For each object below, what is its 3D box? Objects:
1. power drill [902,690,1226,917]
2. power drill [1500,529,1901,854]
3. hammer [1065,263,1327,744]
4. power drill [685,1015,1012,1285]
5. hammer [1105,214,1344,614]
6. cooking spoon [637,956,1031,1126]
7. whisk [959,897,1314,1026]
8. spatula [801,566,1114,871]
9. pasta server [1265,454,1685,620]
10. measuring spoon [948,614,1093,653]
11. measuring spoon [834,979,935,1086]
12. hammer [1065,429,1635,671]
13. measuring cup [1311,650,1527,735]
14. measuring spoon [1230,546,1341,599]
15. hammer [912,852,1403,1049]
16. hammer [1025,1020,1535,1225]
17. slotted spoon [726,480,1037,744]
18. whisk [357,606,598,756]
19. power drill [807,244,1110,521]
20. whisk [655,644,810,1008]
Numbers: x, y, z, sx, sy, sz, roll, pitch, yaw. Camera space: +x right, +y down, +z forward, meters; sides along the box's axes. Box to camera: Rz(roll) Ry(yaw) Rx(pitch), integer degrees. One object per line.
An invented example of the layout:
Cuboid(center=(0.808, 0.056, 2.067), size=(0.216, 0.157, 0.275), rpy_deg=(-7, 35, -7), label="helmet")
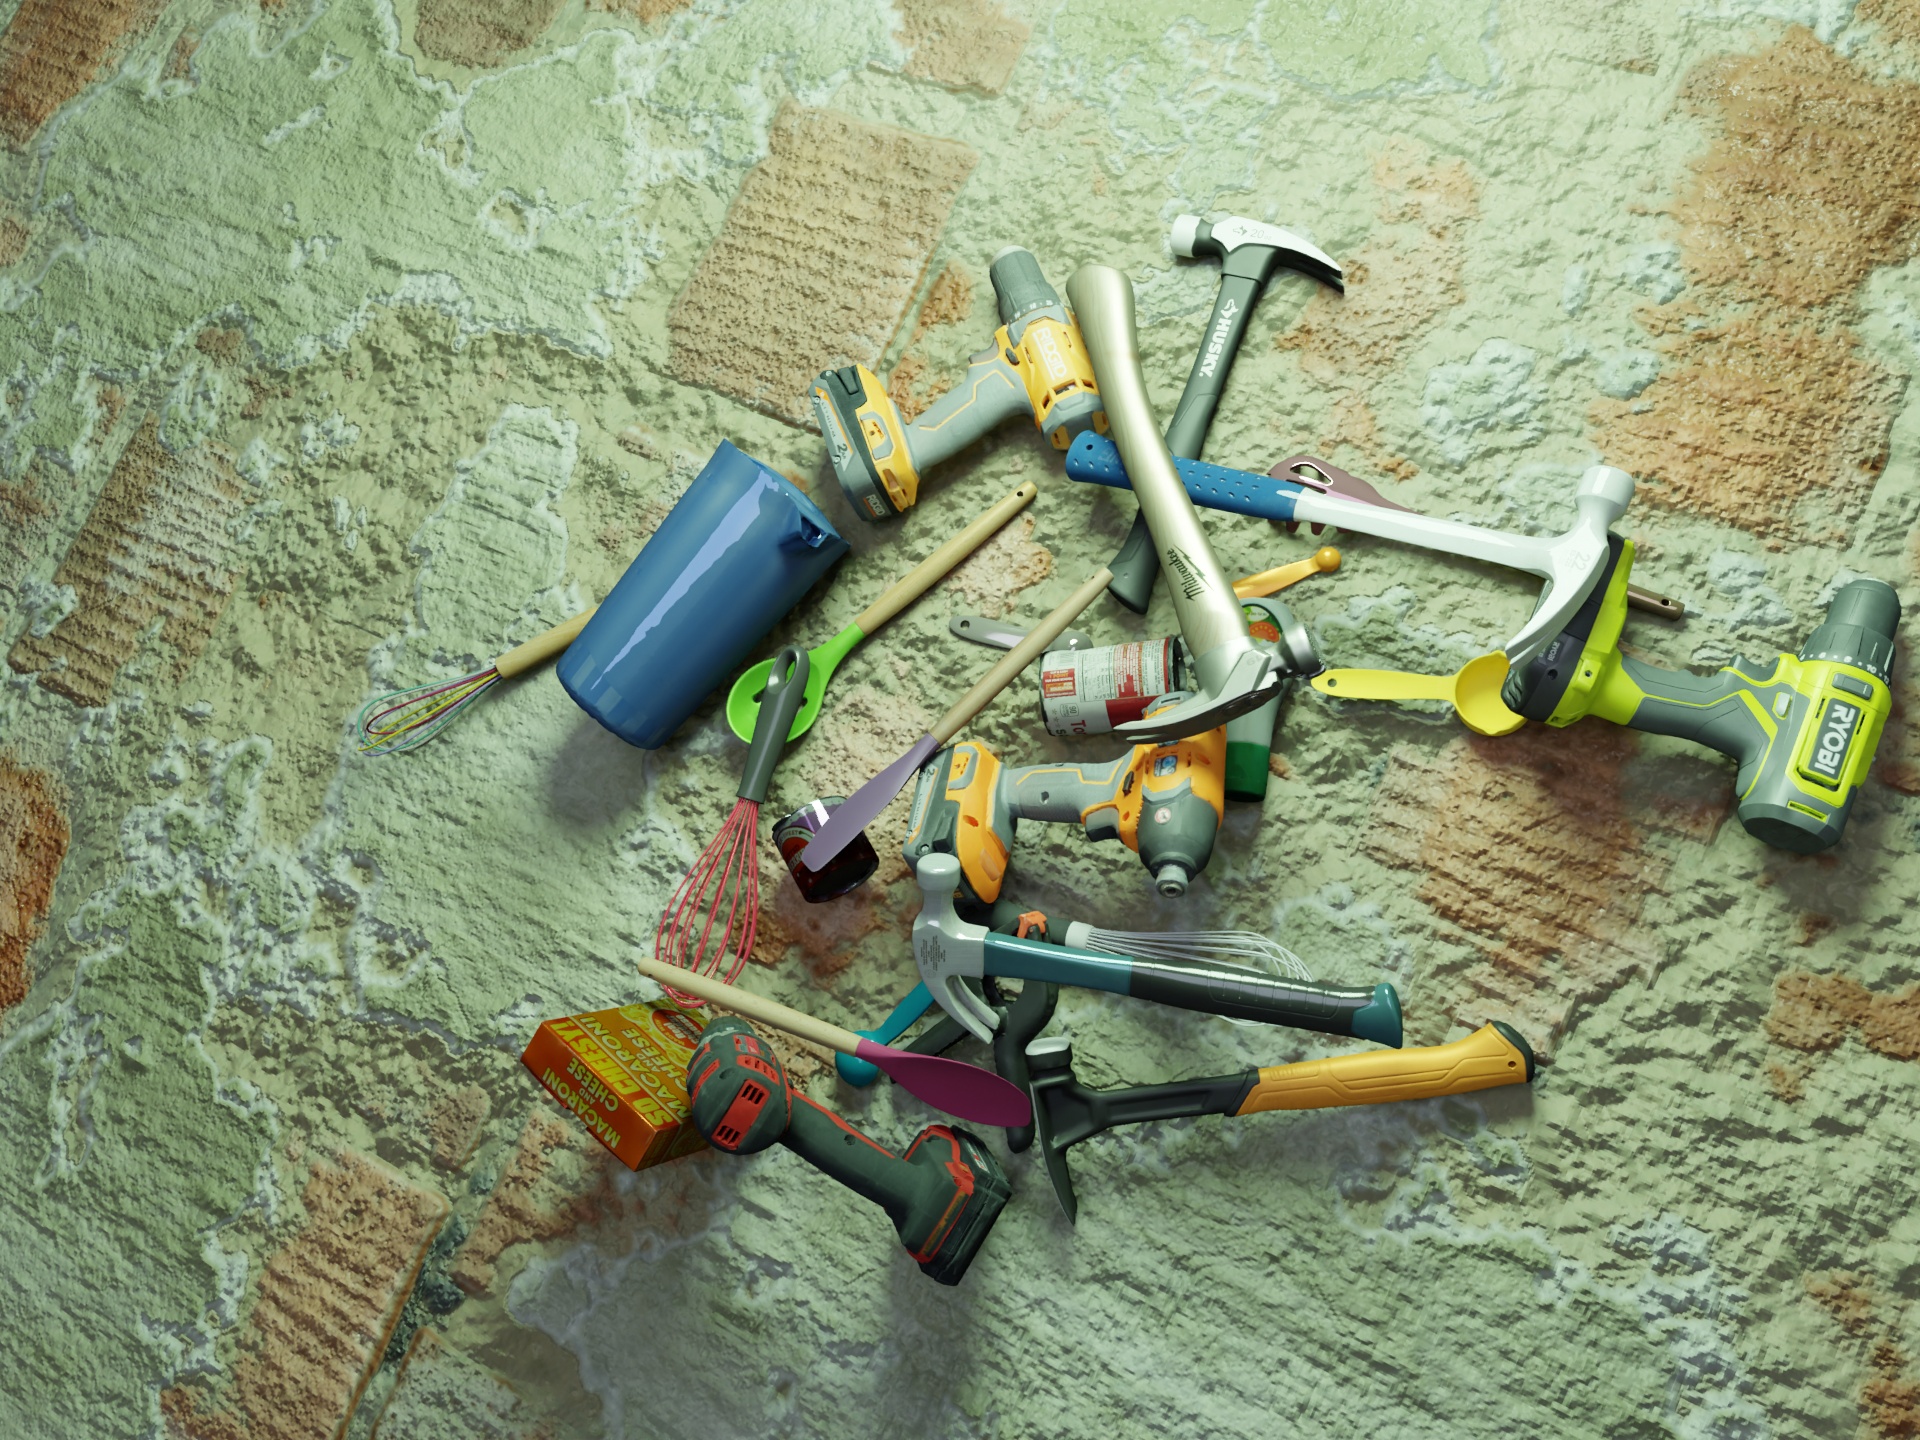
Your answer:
Cuboid(center=(0.077, 0.071, 1.130), size=(0.226, 0.084, 0.164), rpy_deg=(-13, 41, 23), label="power drill")
Cuboid(center=(0.502, -0.039, 1.065), size=(0.228, 0.080, 0.190), rpy_deg=(24, 76, 12), label="power drill")
Cuboid(center=(0.133, -0.175, 1.165), size=(0.146, 0.038, 0.411), rpy_deg=(-26, 57, 19), label="hammer")
Cuboid(center=(-0.090, 0.284, 1.108), size=(0.226, 0.188, 0.080), rpy_deg=(32, 87, -12), label="power drill")
Cuboid(center=(0.189, -0.240, 1.253), size=(0.146, 0.035, 0.335), rpy_deg=(17, 80, 21), label="hammer")
Cuboid(center=(-0.096, 0.229, 1.156), size=(0.319, 0.068, 0.017), rpy_deg=(17, 46, 17), label="cooking spoon")
Cuboid(center=(0.117, 0.164, 1.148), size=(0.285, 0.070, 0.070), rpy_deg=(11, 78, 25), label="whisk")
Cuboid(center=(-0.002, -0.004, 1.186), size=(0.316, 0.018, 0.060), rpy_deg=(-44, 24, -6), label="spatula")
Cuboid(center=(0.370, -0.132, 1.173), size=(0.316, 0.040, 0.060), rpy_deg=(22, 82, 18), label="pasta server")
Cuboid(center=(0.045, -0.066, 1.255), size=(0.124, 0.018, 0.034), rpy_deg=(15, 79, 21), label="measuring spoon")
Cuboid(center=(-0.054, 0.223, 1.173), size=(0.128, 0.021, 0.042), rpy_deg=(-48, 48, 25), label="measuring spoon")
Cuboid(center=(0.249, -0.147, 1.132), size=(0.406, 0.035, 0.144), rpy_deg=(19, 77, 34), label="hammer")
Cuboid(center=(0.334, -0.020, 1.150), size=(0.156, 0.029, 0.062), rpy_deg=(5, 76, 21), label="measuring cup")
Cuboid(center=(0.233, -0.106, 1.213), size=(0.117, 0.011, 0.021), rpy_deg=(-20, 69, 11), label="measuring spoon")
Cuboid(center=(0.128, 0.173, 1.065), size=(0.331, 0.033, 0.128), rpy_deg=(7, 112, 13), label="hammer")
Cuboid(center=(0.218, 0.260, 1.087), size=(0.337, 0.034, 0.127), rpy_deg=(-10, 94, 9), label="hammer")
Cuboid(center=(-0.060, -0.089, 1.291), size=(0.314, 0.031, 0.070), rpy_deg=(-40, 80, 1), label="slotted spoon")
Cuboid(center=(-0.417, -0.036, 1.379), size=(0.245, 0.047, 0.051), rpy_deg=(-28, 80, 3), label="whisk")
Cuboid(center=(-0.006, -0.280, 1.303), size=(0.226, 0.084, 0.185), rpy_deg=(-22, 69, 6), label="power drill")
Cuboid(center=(-0.170, 0.081, 1.245), size=(0.073, 0.073, 0.296), rpy_deg=(14, 81, 20), label="whisk")
